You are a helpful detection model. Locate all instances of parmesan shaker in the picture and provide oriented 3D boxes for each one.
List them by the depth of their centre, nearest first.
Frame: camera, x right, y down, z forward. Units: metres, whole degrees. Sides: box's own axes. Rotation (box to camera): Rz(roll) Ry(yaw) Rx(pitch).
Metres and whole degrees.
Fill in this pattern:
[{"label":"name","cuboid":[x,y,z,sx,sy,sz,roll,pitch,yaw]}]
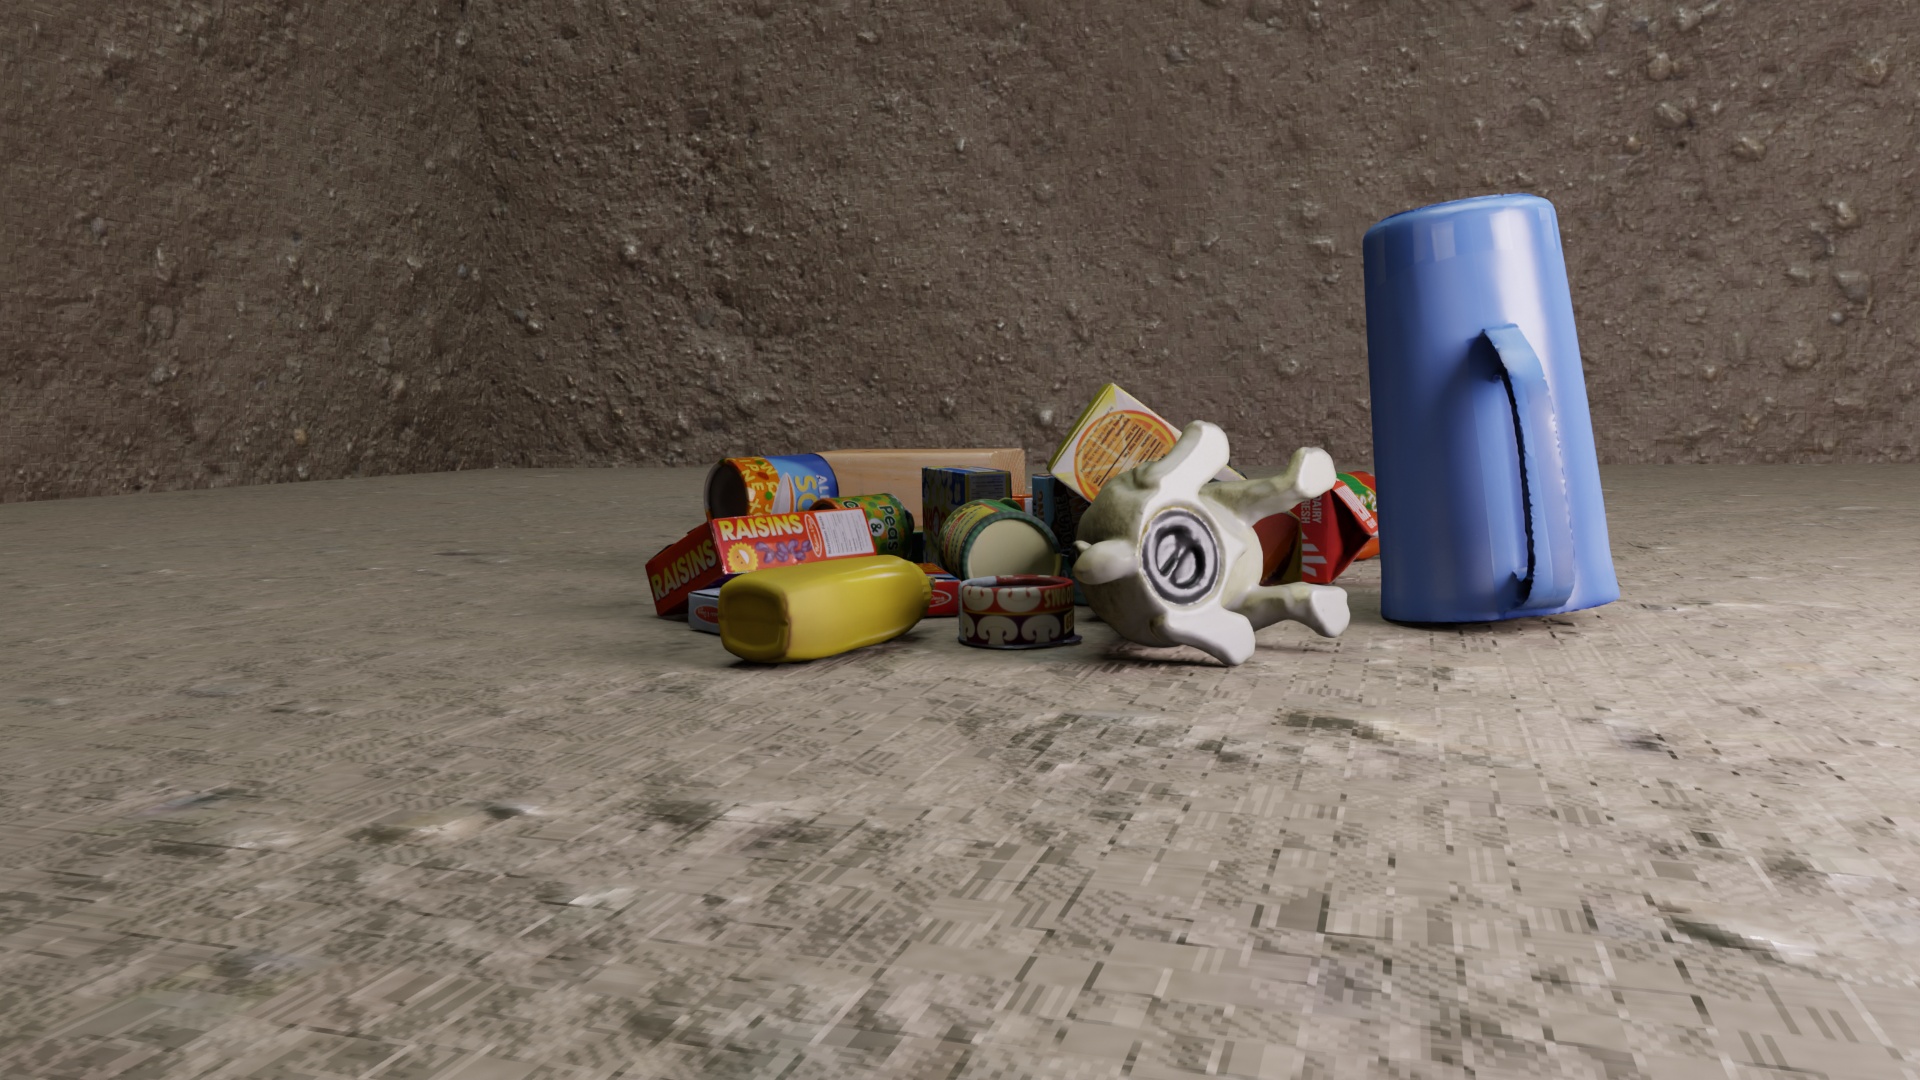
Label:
[{"label":"parmesan shaker","cuboid":[0.026,0.006,0.920,0.071,0.071,0.103,-2,5,-9]}]

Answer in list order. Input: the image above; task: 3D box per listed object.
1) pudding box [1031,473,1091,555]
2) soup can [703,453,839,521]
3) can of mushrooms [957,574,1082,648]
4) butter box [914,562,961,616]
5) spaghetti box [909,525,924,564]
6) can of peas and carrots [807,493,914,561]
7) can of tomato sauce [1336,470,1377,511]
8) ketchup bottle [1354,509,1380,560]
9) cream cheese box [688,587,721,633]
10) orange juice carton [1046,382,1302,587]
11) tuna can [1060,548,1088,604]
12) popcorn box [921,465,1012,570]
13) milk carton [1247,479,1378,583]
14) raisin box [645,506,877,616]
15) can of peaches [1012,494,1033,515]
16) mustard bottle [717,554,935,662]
[{"label":"pudding box","cuboid":[0.077,-0.006,0.980,0.050,0.083,0.030,-3,5,-21]},{"label":"soup can","cuboid":[-0.145,-0.032,1.074,0.084,0.071,0.071,-7,8,-42]},{"label":"can of mushrooms","cuboid":[0.034,0.039,0.778,0.071,0.033,0.071,-1,4,0]},{"label":"butter box","cuboid":[-0.034,0.032,0.912,0.053,0.024,0.103,-1,6,-11]},{"label":"spaghetti box","cuboid":[-0.101,0.010,1.129,0.251,0.028,0.050,-6,7,-42]},{"label":"can of peas and carrots","cuboid":[-0.077,-0.002,1.049,0.059,0.071,0.071,-6,7,-37]},{"label":"can of tomato sauce","cuboid":[0.338,-0.027,1.260,0.083,0.071,0.071,-6,7,-37]},{"label":"ketchup bottle","cuboid":[0.305,-0.004,1.140,0.149,0.043,0.065,-1,5,-11]},{"label":"cream cheese box","cuboid":[-0.109,0.039,0.850,0.104,0.024,0.053,-6,8,-42]},{"label":"orange juice carton","cuboid":[0.154,-0.020,0.920,0.193,0.073,0.072,35,5,-2]},{"label":"tuna can","cuboid":[0.094,0.023,0.934,0.071,0.032,0.071,-1,5,0]},{"label":"popcorn box","cuboid":[0.004,-0.013,1.061,0.038,0.085,0.127,-3,6,-16]},{"label":"milk carton","cuboid":[0.225,-0.008,1.033,0.190,0.073,0.072,2,6,22]},{"label":"raisin box","cuboid":[-0.129,0.013,0.903,0.124,0.040,0.086,-6,-15,-44]},{"label":"can of peaches","cuboid":[0.039,-0.008,1.146,0.071,0.058,0.071,0,6,0]},{"label":"mustard bottle","cuboid":[-0.059,0.034,0.762,0.065,0.048,0.161,3,6,36]}]
